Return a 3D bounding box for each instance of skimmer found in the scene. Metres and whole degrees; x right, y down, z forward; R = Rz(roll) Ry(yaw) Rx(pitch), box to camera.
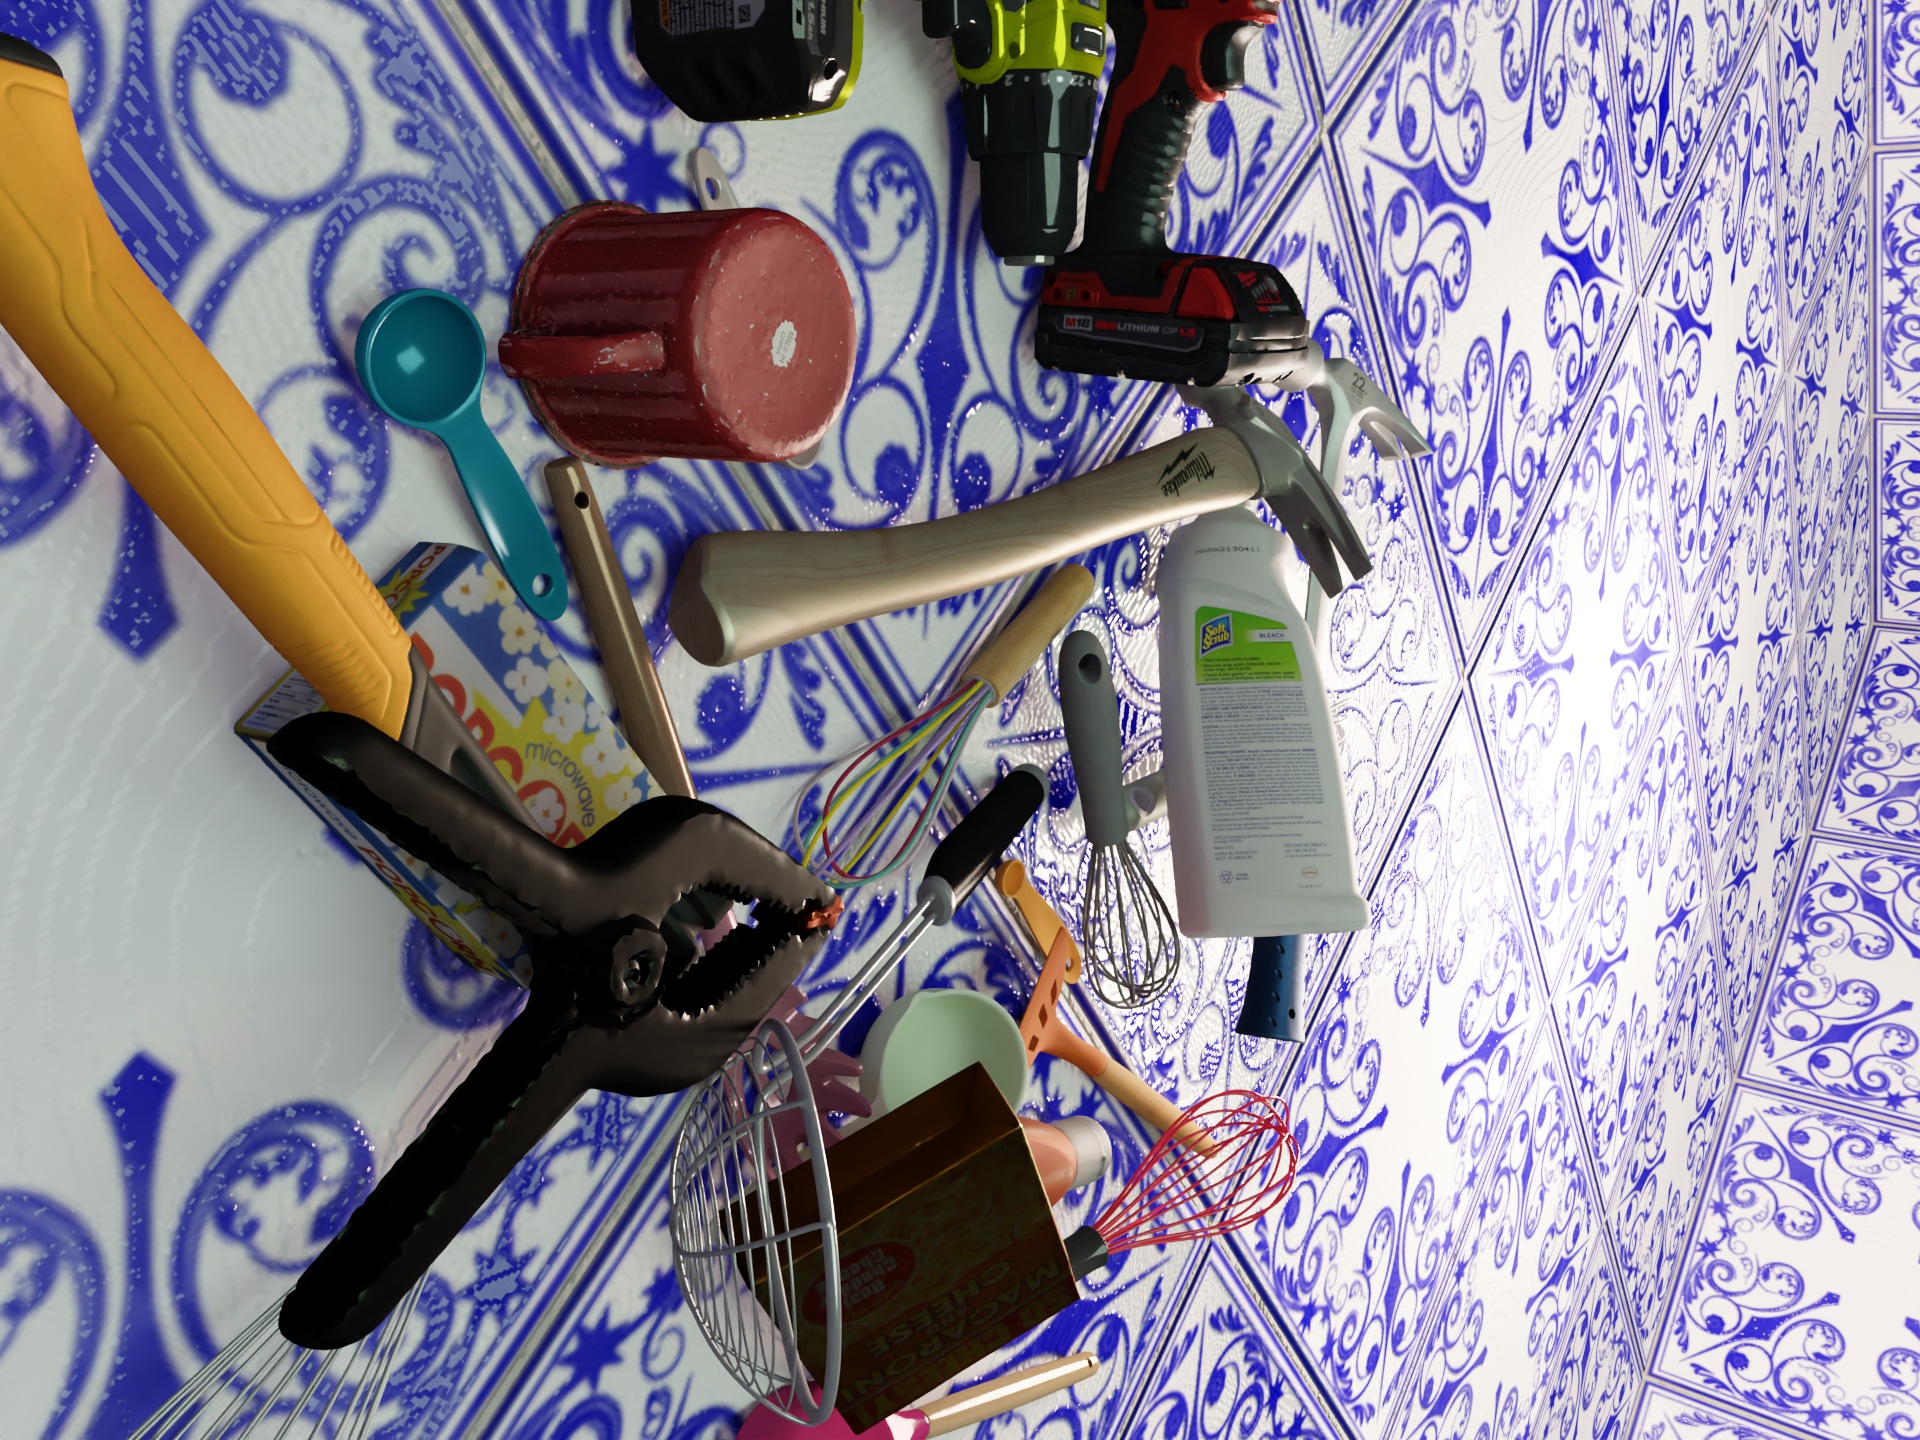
[{"bbox_3d":[-0.008,0.111,0.634,0.363,0.090,0.127,-46,145,-56],"label":"skimmer"}]

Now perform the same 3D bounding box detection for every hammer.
[{"bbox_3d":[-0.173,-0.016,0.432,0.127,0.034,0.336,-52,135,-32],"label":"hammer"},{"bbox_3d":[0.045,-0.081,0.721,0.410,0.038,0.146,-23,77,-44],"label":"hammer"},{"bbox_3d":[0.208,-0.017,0.935,0.144,0.035,0.406,17,76,-40],"label":"hammer"}]

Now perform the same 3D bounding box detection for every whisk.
[{"bbox_3d":[-0.001,-0.004,0.723,0.245,0.051,0.047,-48,128,-39],"label":"whisk"},{"bbox_3d":[0.079,0.057,0.824,0.055,0.055,0.238,-42,133,-39],"label":"whisk"},{"bbox_3d":[0.087,0.280,0.872,0.296,0.073,0.073,-19,113,-37],"label":"whisk"},{"bbox_3d":[0.162,0.023,0.946,0.246,0.059,0.058,-19,77,-45],"label":"whisk"},{"bbox_3d":[-0.180,0.162,0.518,0.285,0.070,0.070,-59,139,-33],"label":"whisk"}]

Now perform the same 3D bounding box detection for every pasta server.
[{"bbox_3d":[-0.099,0.050,0.608,0.060,0.040,0.316,-32,122,-32],"label":"pasta server"}]

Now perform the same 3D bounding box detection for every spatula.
[{"bbox_3d":[0.093,0.204,0.896,0.322,0.041,0.081,45,64,-49],"label":"spatula"}]

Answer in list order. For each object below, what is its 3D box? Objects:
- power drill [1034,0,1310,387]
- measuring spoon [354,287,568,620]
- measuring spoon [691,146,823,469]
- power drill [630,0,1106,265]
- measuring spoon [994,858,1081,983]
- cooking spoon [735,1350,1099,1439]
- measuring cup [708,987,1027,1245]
[{"bbox_3d":[0.119,-0.265,0.702,0.080,0.188,0.226,-18,117,-49],"label":"power drill"},{"bbox_3d":[-0.160,-0.083,0.518,0.042,0.021,0.128,-47,142,-28],"label":"measuring spoon"},{"bbox_3d":[-0.082,-0.154,0.605,0.034,0.018,0.124,-48,127,-50],"label":"measuring spoon"},{"bbox_3d":[-0.017,-0.276,0.609,0.228,0.080,0.190,-18,112,-53],"label":"power drill"},{"bbox_3d":[0.041,0.107,0.832,0.021,0.011,0.116,-60,142,-24],"label":"measuring spoon"},{"bbox_3d":[-0.008,0.352,0.805,0.318,0.017,0.069,17,41,-56],"label":"cooking spoon"},{"bbox_3d":[-0.046,0.181,0.714,0.167,0.038,0.083,-29,99,-26],"label":"measuring cup"}]
